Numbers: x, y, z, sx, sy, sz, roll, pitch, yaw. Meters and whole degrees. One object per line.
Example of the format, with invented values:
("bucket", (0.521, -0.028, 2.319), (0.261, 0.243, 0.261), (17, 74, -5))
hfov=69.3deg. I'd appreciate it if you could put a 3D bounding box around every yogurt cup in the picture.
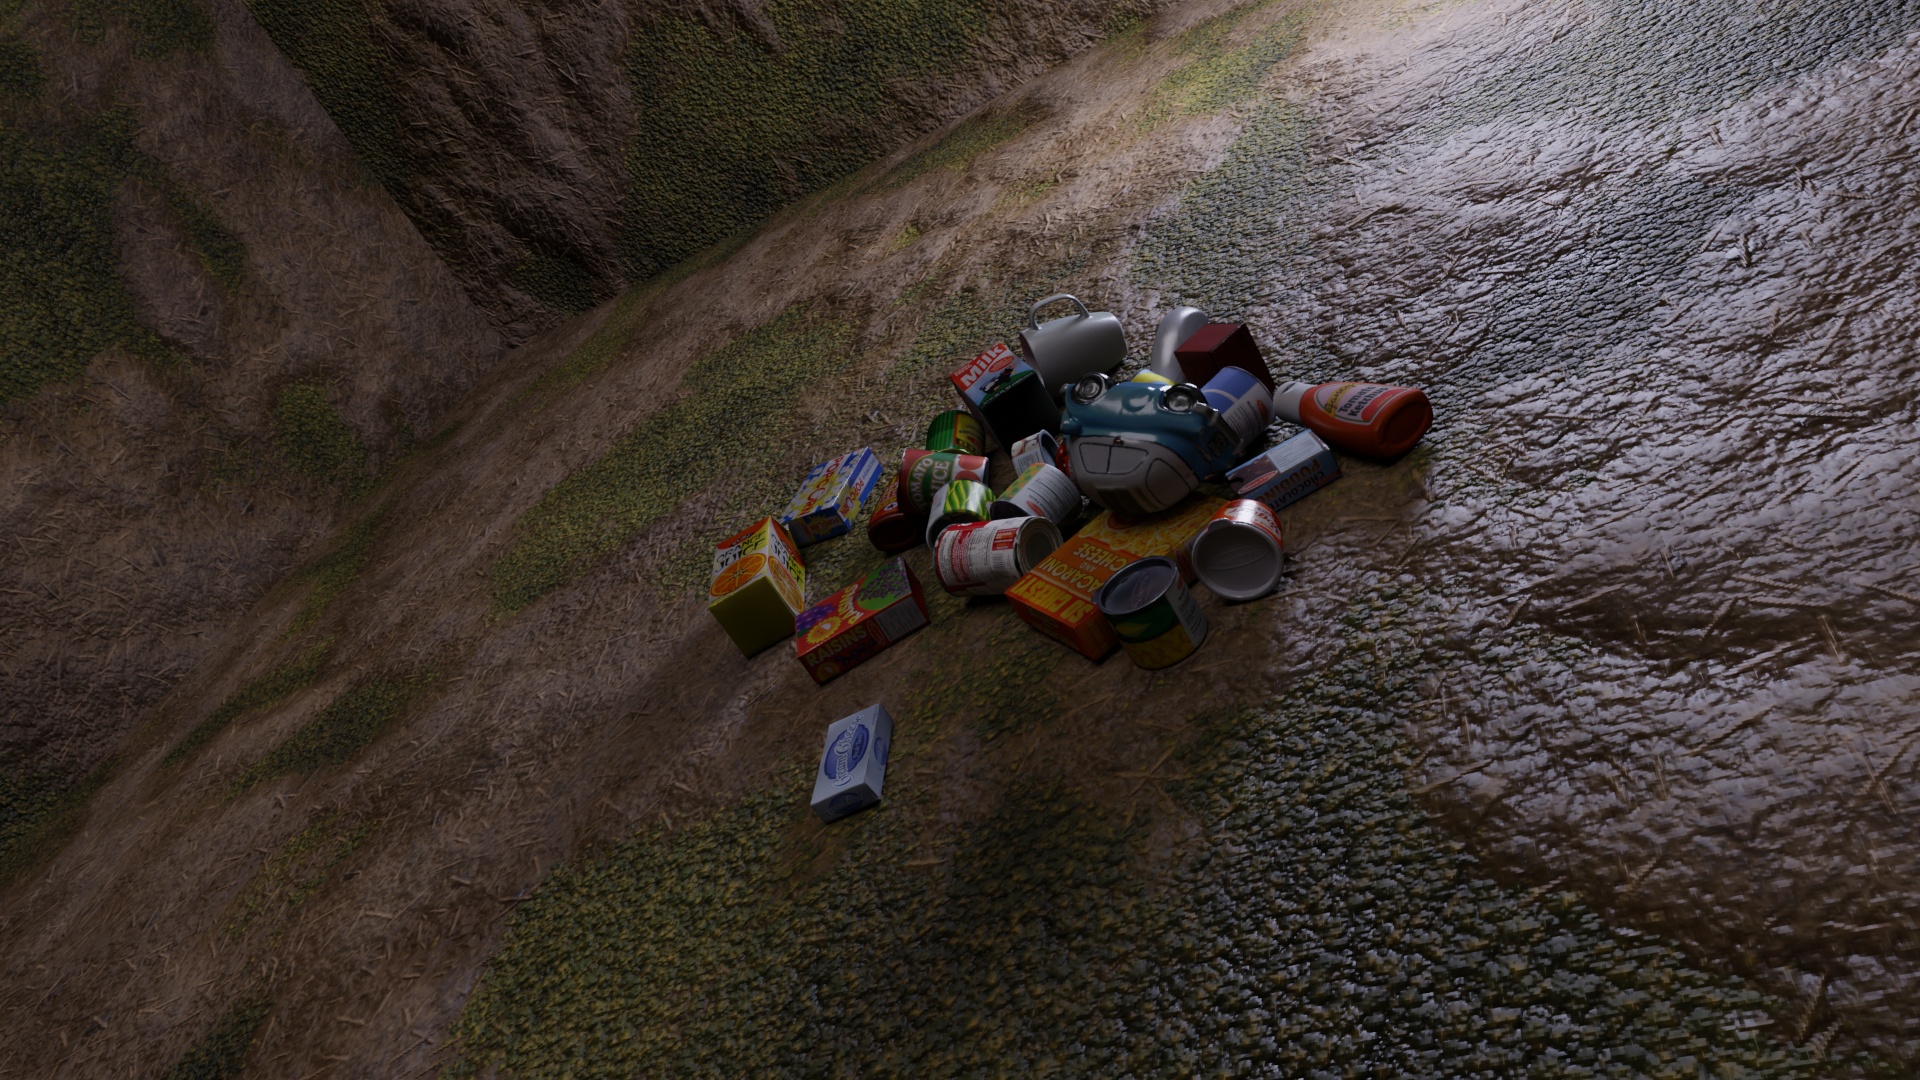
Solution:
("yogurt cup", (0.214, 0.004, 1.055), (0.072, 0.072, 0.054), (-19, 20, 28))

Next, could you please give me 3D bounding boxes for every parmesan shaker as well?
("parmesan shaker", (-0.007, -0.092, 1.479), (0.071, 0.071, 0.103), (-26, 25, 15))

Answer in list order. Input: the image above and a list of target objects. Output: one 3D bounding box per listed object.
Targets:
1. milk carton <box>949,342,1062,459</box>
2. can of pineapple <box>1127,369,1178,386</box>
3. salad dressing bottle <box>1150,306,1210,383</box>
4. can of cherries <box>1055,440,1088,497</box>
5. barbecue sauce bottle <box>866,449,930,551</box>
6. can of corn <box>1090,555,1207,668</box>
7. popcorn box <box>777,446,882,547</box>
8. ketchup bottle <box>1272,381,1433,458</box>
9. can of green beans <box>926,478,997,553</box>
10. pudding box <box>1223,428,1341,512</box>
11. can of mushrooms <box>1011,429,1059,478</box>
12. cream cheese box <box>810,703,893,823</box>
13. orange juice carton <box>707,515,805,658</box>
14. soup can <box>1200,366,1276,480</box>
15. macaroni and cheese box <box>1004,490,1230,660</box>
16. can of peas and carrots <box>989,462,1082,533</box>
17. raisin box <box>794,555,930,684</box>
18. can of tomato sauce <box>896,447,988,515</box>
("milk carton", (0.046, -0.162, 1.542), (0.072, 0.073, 0.191), (-34, 24, -1))
("can of pineapple", (0.184, -0.119, 1.289), (0.058, 0.070, 0.071), (29, 59, 26))
("salad dressing bottle", (0.211, -0.171, 1.386), (0.044, 0.064, 0.148), (-6, 43, 35))
("can of cherries", (0.128, -0.070, 1.284), (0.072, 0.071, 0.058), (-42, 26, -19))
("barbecue sauce bottle", (-0.057, -0.046, 1.486), (0.065, 0.043, 0.149), (-18, 28, 19))
("can of corn", (0.143, 0.055, 1.048), (0.071, 0.058, 0.071), (-26, 26, 14))
("popcorn box", (-0.150, -0.050, 1.610), (0.085, 0.038, 0.127), (-17, 29, 30))
("ketchup bottle", (0.319, -0.106, 1.155), (0.065, 0.043, 0.149), (-38, 25, -13))
("can of green beans", (0.002, -0.017, 1.337), (0.071, 0.071, 0.058), (-24, 27, 19))
("pudding box", (0.263, -0.054, 1.140), (0.083, 0.030, 0.050), (-29, 26, 8))
("can of mushrooms", (0.079, -0.071, 1.347), (0.033, 0.071, 0.071), (-24, 26, 21))
("cream cheese box", (-0.087, 0.180, 1.130), (0.053, 0.024, 0.104), (-26, 25, 18))
("orange juice carton", (-0.215, 0.038, 1.484), (0.072, 0.073, 0.193), (-29, 24, 8))
("soup can", (0.226, -0.104, 1.232), (0.084, 0.071, 0.071), (-42, 26, -18))
("macaroni and cheese box", (0.134, 0.020, 1.144), (0.167, 0.040, 0.124), (-38, 25, -14))
("can of peas and carrots", (0.069, -0.028, 1.281), (0.059, 0.070, 0.071), (-45, 27, -27))
("raisin box", (-0.095, 0.075, 1.315), (0.123, 0.040, 0.086), (-29, 26, 4))
("can of tomato sauce", (-0.017, -0.056, 1.391), (0.083, 0.070, 0.071), (7, 34, 6))
